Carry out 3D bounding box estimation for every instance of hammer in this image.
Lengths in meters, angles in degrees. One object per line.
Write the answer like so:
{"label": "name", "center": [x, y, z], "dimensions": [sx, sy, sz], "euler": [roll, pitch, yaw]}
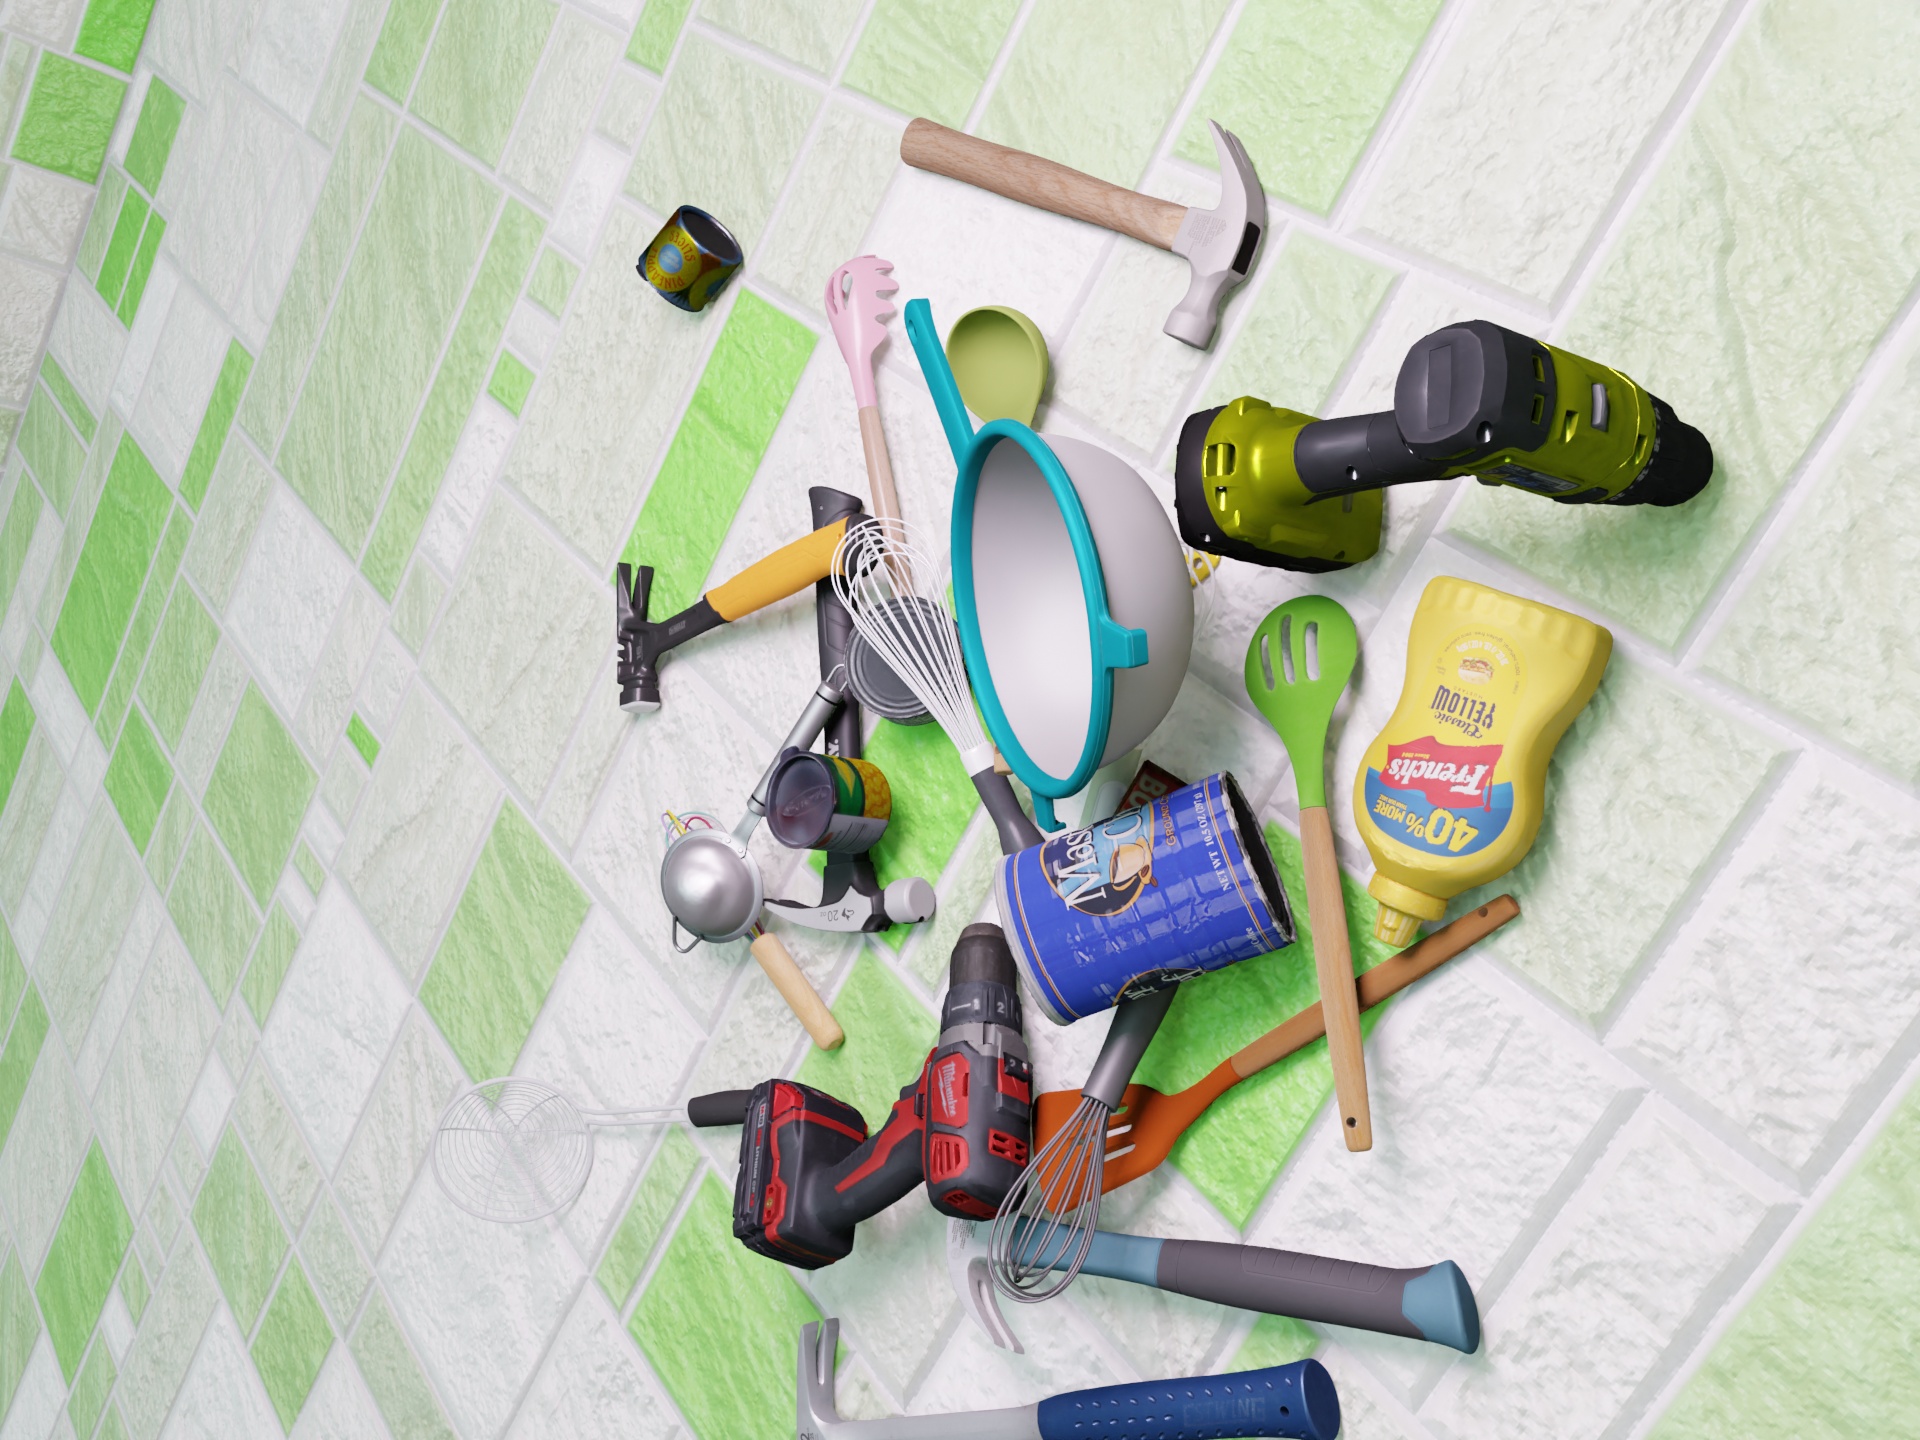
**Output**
{"label": "hammer", "center": [-0.091, -0.012, 1.155], "dimensions": [0.146, 0.035, 0.335], "euler": [-14, 74, 39]}
{"label": "hammer", "center": [0.128, 0.307, 0.898], "dimensions": [0.331, 0.033, 0.128], "euler": [-5, 60, 38]}
{"label": "hammer", "center": [0.042, 0.421, 0.966], "dimensions": [0.405, 0.035, 0.144], "euler": [-24, 68, 36]}
{"label": "hammer", "center": [0.071, -0.359, 1.072], "dimensions": [0.332, 0.031, 0.130], "euler": [35, 106, 39]}
{"label": "hammer", "center": [-0.170, -0.100, 1.207], "dimensions": [0.337, 0.034, 0.127], "euler": [-17, 72, 48]}

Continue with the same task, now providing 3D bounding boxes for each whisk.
{"label": "whisk", "center": [-0.001, -0.004, 1.028], "dimensions": [0.070, 0.070, 0.285], "euler": [-32, 82, 34]}
{"label": "whisk", "center": [0.102, 0.006, 0.971], "dimensions": [0.059, 0.057, 0.246], "euler": [-118, 42, -73]}
{"label": "whisk", "center": [0.082, 0.218, 0.907], "dimensions": [0.055, 0.055, 0.239], "euler": [8, 62, 42]}
{"label": "whisk", "center": [-0.157, 0.152, 1.189], "dimensions": [0.245, 0.051, 0.047], "euler": [48, 135, 31]}

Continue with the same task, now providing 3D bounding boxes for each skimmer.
{"label": "skimmer", "center": [-0.262, 0.321, 1.215], "dimensions": [0.363, 0.090, 0.127], "euler": [-15, 106, 36]}

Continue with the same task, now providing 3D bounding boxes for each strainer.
{"label": "strainer", "center": [-0.150, 0.067, 1.141], "dimensions": [0.087, 0.050, 0.258], "euler": [36, 102, 13]}
{"label": "strainer", "center": [0.054, -0.121, 0.919], "dimensions": [0.210, 0.095, 0.341], "euler": [108, 148, -57]}

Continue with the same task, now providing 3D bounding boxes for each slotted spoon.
{"label": "slotted spoon", "center": [0.198, 0.073, 0.868], "dimensions": [0.070, 0.031, 0.314], "euler": [-16, 67, 34]}

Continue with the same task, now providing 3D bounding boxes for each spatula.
{"label": "spatula", "center": [0.169, 0.181, 0.890], "dimensions": [0.322, 0.041, 0.081], "euler": [-39, 37, 28]}

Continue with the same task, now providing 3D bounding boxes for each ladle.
{"label": "ladle", "center": [0.023, -0.122, 1.032], "dimensions": [0.078, 0.062, 0.320], "euler": [-15, 66, 42]}

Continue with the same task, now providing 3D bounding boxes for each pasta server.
{"label": "pasta server", "center": [-0.058, -0.201, 1.165], "dimensions": [0.060, 0.040, 0.316], "euler": [-21, 74, 37]}

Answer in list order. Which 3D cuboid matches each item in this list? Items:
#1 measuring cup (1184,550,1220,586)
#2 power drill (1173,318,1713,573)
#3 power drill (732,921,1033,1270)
{"label": "measuring cup", "center": [0.094, -0.072, 1.005], "dimensions": [0.156, 0.029, 0.062], "euler": [-30, 64, 34]}
{"label": "power drill", "center": [0.239, -0.130, 0.805], "dimensions": [0.228, 0.190, 0.080], "euler": [-5, 79, 55]}
{"label": "power drill", "center": [-0.043, 0.245, 1.025], "dimensions": [0.226, 0.080, 0.188], "euler": [-32, 40, 36]}
